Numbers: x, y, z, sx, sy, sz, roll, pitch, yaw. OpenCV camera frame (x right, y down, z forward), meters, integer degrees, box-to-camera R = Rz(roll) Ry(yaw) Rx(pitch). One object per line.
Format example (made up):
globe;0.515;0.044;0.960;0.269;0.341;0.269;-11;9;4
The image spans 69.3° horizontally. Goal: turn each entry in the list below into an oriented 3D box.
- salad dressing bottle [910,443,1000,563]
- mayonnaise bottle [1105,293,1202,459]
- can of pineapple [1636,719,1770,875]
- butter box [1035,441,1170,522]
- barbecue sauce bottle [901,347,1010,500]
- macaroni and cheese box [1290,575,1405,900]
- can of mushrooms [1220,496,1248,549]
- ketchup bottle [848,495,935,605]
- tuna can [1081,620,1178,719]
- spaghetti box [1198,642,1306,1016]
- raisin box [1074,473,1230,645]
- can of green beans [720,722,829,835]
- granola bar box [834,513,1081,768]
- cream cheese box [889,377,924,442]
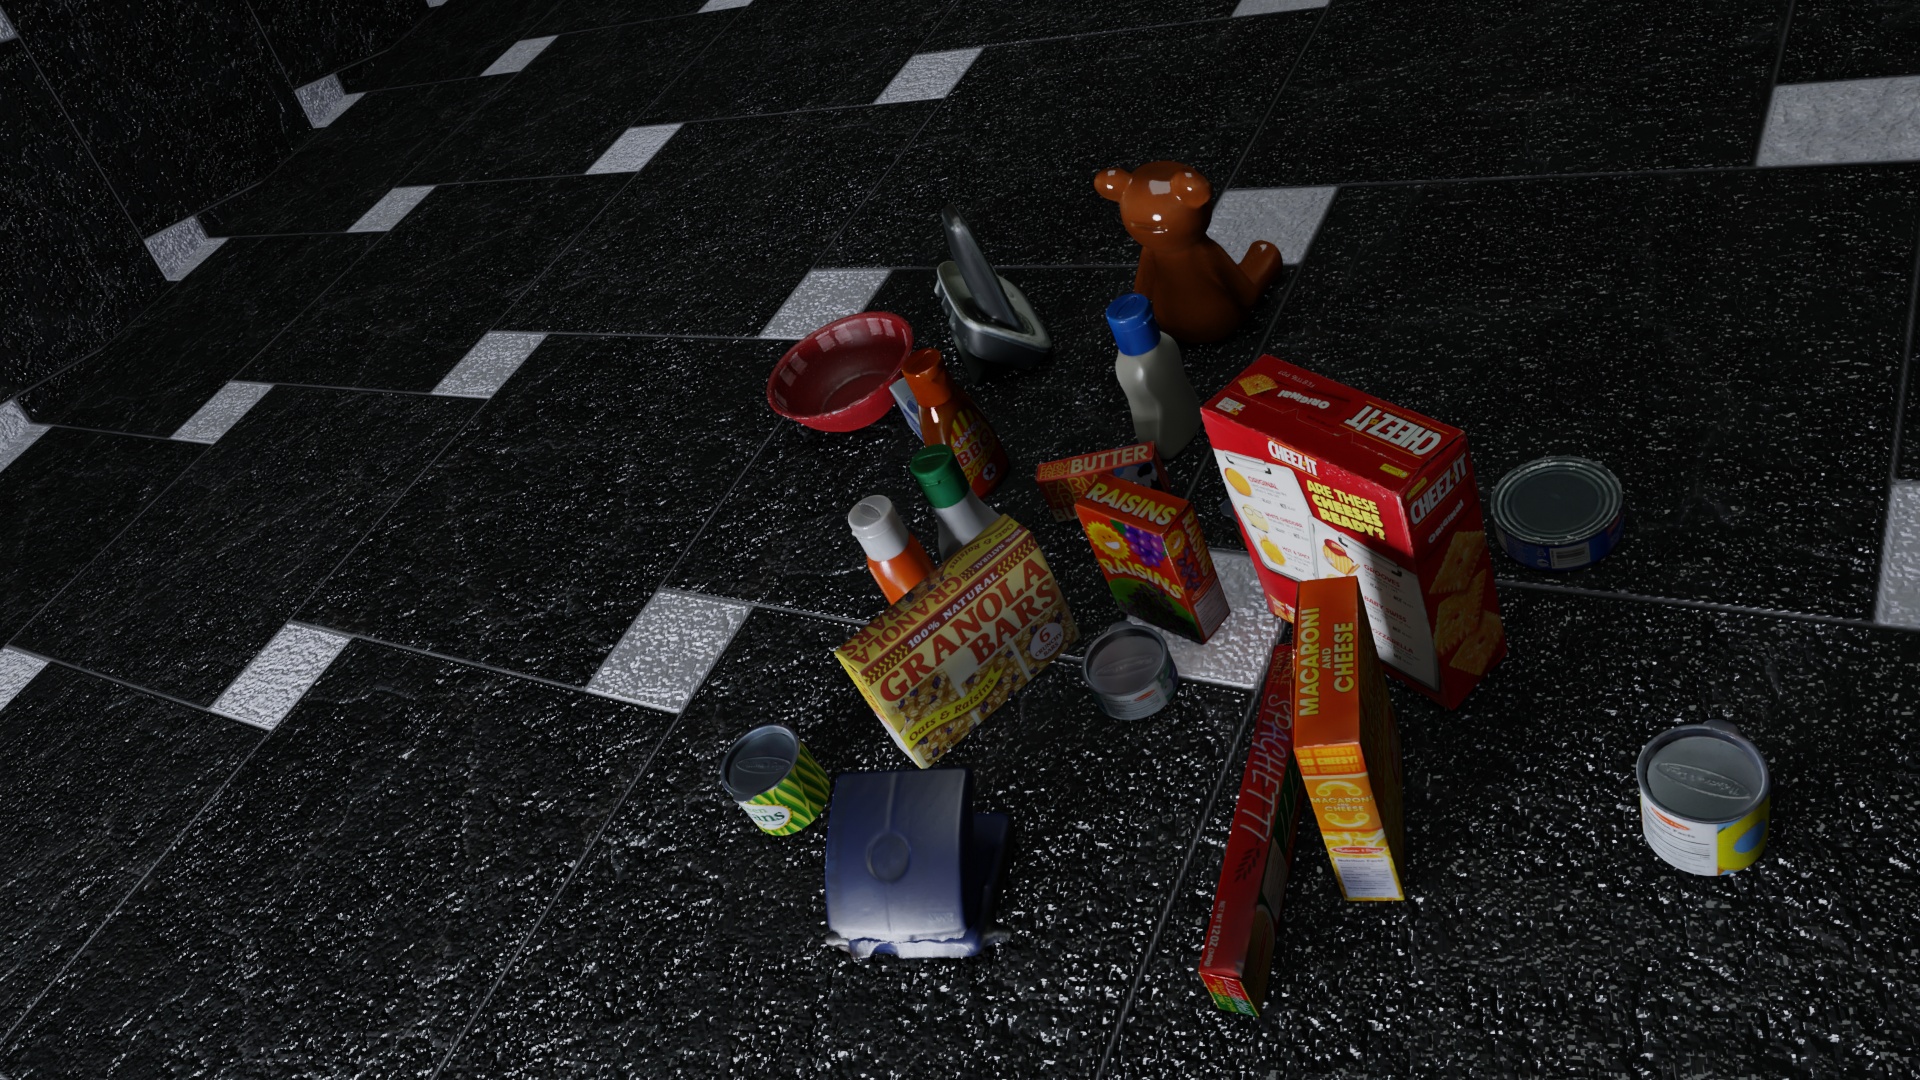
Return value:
salad dressing bottle;0.004;-0.014;1.120;0.064;0.147;0.044;-11;43;20
mayonnaise bottle;0.160;-0.139;1.164;0.041;0.147;0.065;18;58;41
can of pineapple;0.424;0.147;0.790;0.071;0.057;0.071;-15;42;14
butter box;0.120;-0.048;1.165;0.103;0.053;0.024;-10;43;20
barbecue sauce bottle;-0.007;-0.102;1.217;0.044;0.148;0.065;23;62;43
macaroni and cheese box;0.235;0.121;0.837;0.040;0.165;0.124;-8;44;23
can of mushrooms;0.242;-0.022;1.085;0.071;0.033;0.071;-15;42;14
ketchup bottle;-0.043;0.028;1.101;0.044;0.148;0.065;-43;43;-17
tuna can;0.125;0.096;1.027;0.071;0.032;0.071;-15;42;14
spaghetti box;0.198;0.176;0.890;0.028;0.050;0.251;-1;47;29
raisin box;0.144;0.013;1.033;0.086;0.123;0.040;23;62;43
can of green beans;-0.141;0.183;1.063;0.071;0.057;0.071;-15;42;14
granola bar box;0.003;0.077;1.043;0.166;0.123;0.039;-39;42;-13
cream cheese box;-0.030;-0.110;1.311;0.024;0.053;0.104;-33;41;-5
